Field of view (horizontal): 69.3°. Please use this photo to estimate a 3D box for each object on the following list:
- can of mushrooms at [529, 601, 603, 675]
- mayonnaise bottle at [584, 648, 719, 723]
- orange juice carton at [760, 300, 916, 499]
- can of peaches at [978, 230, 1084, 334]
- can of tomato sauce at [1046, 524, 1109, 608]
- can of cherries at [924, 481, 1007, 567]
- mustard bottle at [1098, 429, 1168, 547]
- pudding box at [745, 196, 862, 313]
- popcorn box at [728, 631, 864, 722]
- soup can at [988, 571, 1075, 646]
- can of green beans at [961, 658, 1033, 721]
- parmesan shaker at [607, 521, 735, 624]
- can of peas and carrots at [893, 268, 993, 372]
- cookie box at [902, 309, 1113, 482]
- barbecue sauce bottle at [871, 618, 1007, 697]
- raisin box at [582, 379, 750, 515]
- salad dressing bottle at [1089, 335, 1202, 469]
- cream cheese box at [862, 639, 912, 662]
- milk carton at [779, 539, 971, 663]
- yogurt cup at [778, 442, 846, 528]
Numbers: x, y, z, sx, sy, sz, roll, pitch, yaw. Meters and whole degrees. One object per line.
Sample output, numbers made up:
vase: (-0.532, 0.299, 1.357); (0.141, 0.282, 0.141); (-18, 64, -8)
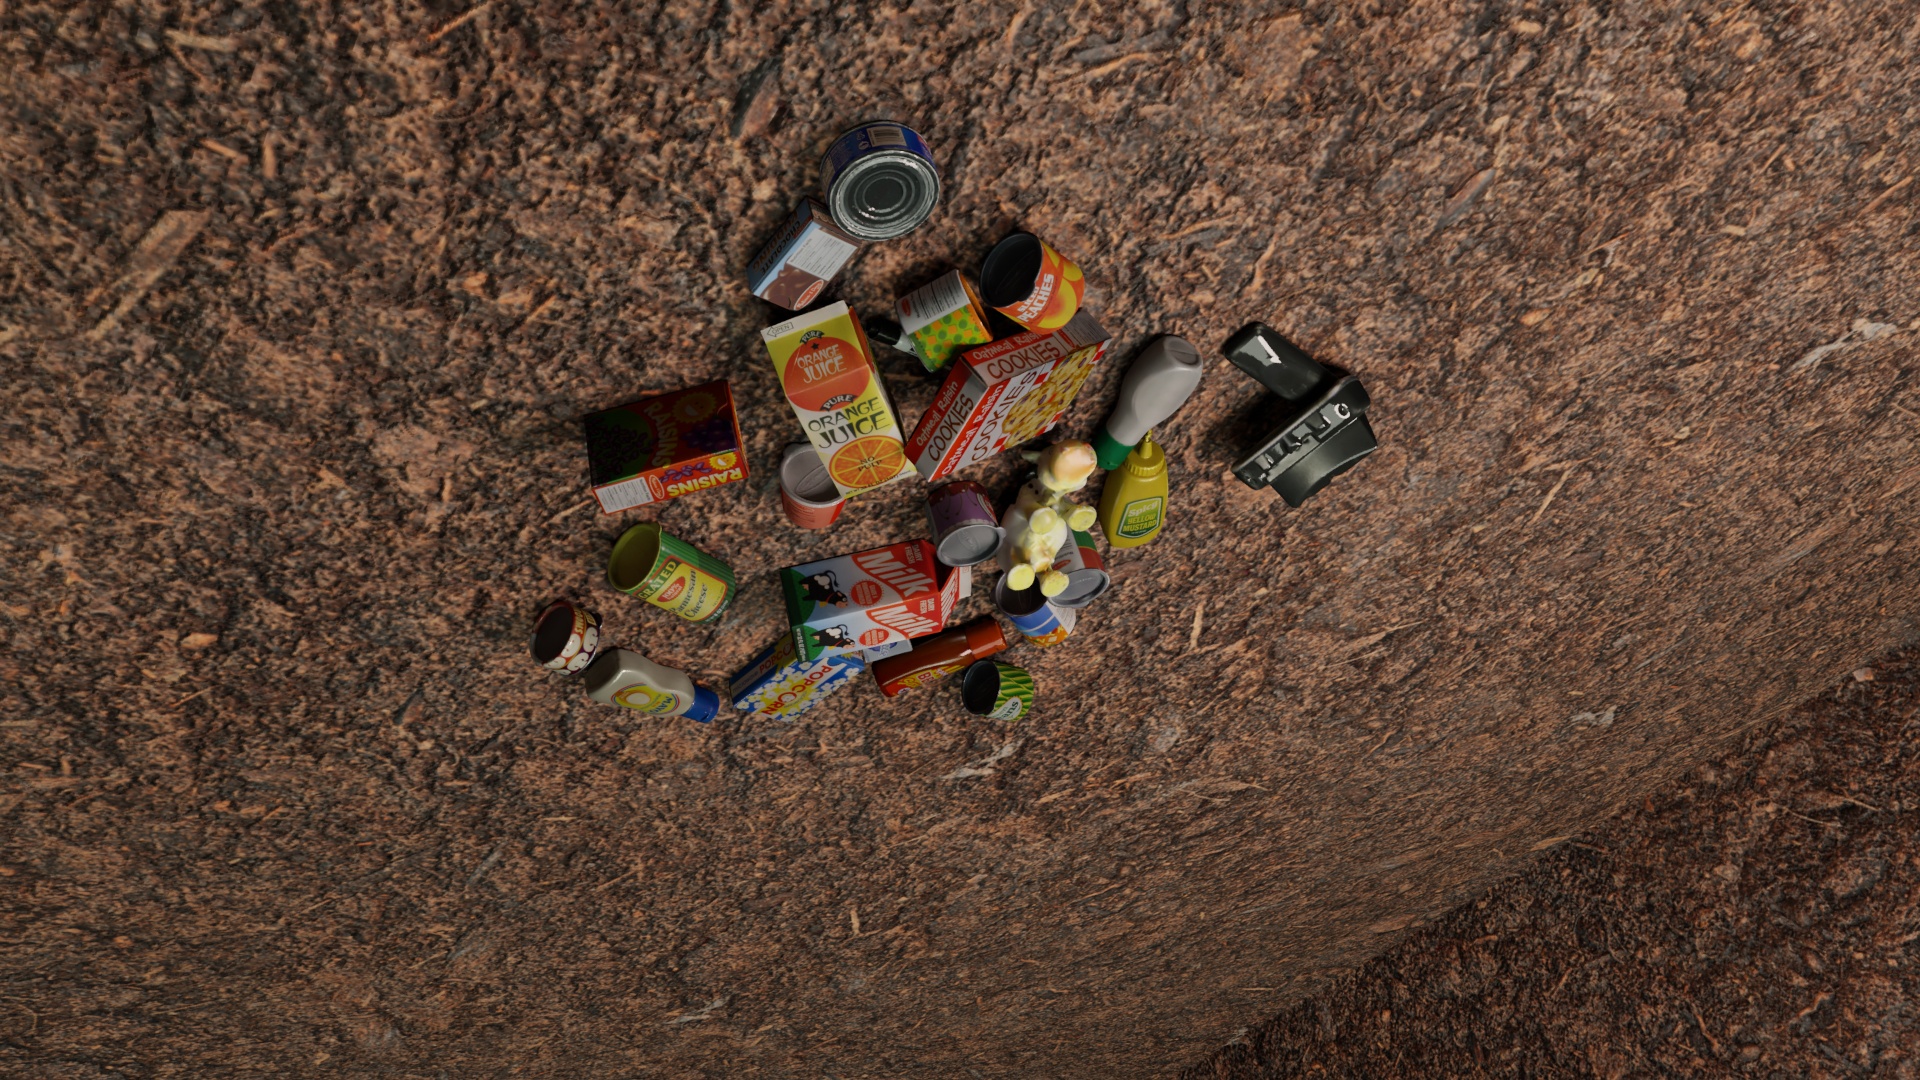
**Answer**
can of mushrooms: (-0.379, 0.092, 1.334); (0.071, 0.071, 0.033); (-33, 141, 21)
mayonnaise bottle: (-0.321, 0.159, 1.470); (0.064, 0.041, 0.148); (-37, 140, 22)
orange juice carton: (-0.101, -0.124, 1.155); (0.072, 0.073, 0.192); (-20, 145, 3)
can of peaches: (0.058, -0.205, 1.117); (0.071, 0.071, 0.058); (-38, 141, 26)
can of tomato sauce: (0.110, 0.018, 1.431); (0.071, 0.083, 0.070); (-12, 145, -8)
can of cherries: (0.005, -0.017, 1.360); (0.071, 0.058, 0.071); (-11, 143, -9)
mustard bottle: (0.177, -0.055, 1.391); (0.065, 0.049, 0.159); (-13, 145, -10)
pudding box: (-0.120, -0.216, 1.059); (0.049, 0.030, 0.083); (17, 133, -40)
popcorn box: (-0.180, 0.147, 1.519); (0.126, 0.038, 0.085); (-37, 139, 26)
soup can: (0.079, 0.070, 1.506); (0.071, 0.071, 0.083); (-25, 145, 10)
can of green beans: (0.044, 0.176, 1.633); (0.058, 0.071, 0.071); (18, 132, -40)
parmesan shaker: (-0.267, 0.031, 1.300); (0.071, 0.071, 0.103); (-33, 142, 20)
can of peas and carrots: (-0.012, -0.177, 1.128); (0.058, 0.071, 0.070); (-27, 144, 11)
cookie box: (0.040, -0.125, 1.184); (0.168, 0.040, 0.122); (-26, 159, -42)
barbecue sauce bottle: (-0.023, 0.130, 1.559); (0.148, 0.044, 0.064); (-22, 161, 5)
raisin box: (-0.242, -0.078, 1.144); (0.123, 0.086, 0.040); (-15, 140, -4)
salad dressing bottle: (0.169, -0.126, 1.299); (0.064, 0.044, 0.147); (5, 140, -29)
cream cheese box: (-0.088, 0.093, 1.498); (0.053, 0.024, 0.103); (-17, 145, -2)
milk carton: (-0.081, 0.057, 1.409); (0.191, 0.074, 0.072); (-12, 144, -9)
yogurt cup: (-0.132, -0.047, 1.257); (0.072, 0.072, 0.053); (-6, 151, -16)
